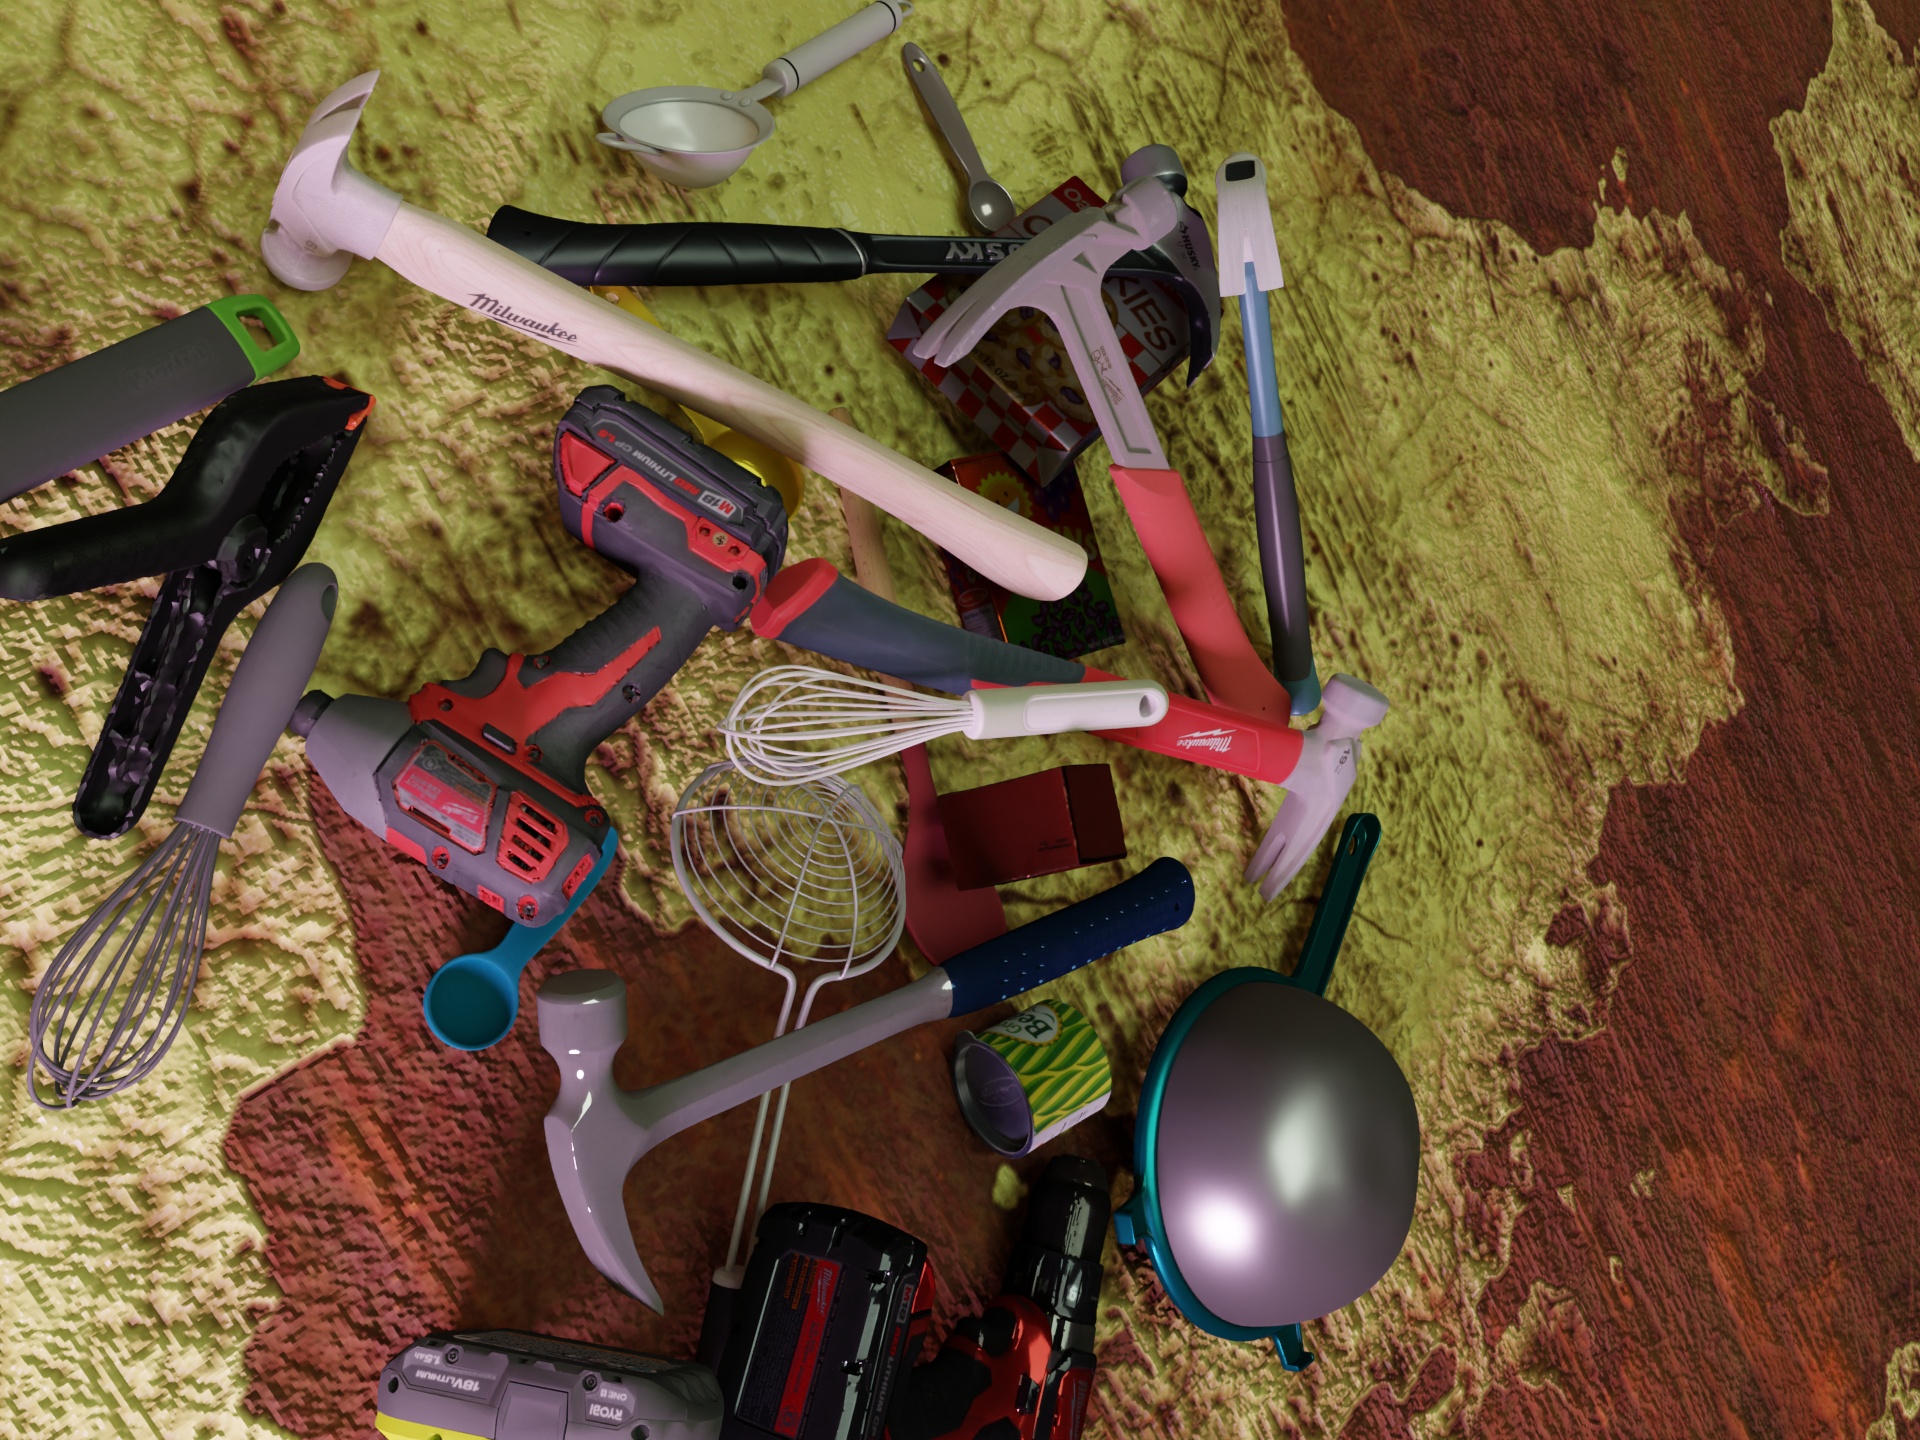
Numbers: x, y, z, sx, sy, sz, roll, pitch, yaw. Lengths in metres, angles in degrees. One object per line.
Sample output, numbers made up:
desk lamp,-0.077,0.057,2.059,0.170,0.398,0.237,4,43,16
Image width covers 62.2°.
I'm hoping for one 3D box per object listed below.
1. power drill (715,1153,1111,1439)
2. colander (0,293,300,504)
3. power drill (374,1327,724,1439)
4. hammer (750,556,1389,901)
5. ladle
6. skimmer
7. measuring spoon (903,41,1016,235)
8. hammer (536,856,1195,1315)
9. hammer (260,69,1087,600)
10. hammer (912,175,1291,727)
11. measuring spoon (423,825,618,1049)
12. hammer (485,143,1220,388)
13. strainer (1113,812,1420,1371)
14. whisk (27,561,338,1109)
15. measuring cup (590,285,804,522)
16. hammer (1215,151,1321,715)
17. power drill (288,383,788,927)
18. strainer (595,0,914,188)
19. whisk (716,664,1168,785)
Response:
power drill,-0.003,0.288,0.764,0.226,0.080,0.188,35,63,-46
colander,-0.411,-0.066,0.581,0.204,0.094,0.397,58,40,-16
power drill,-0.185,0.364,0.625,0.171,0.080,0.223,5,73,13
hammer,0.060,0.001,0.866,0.386,0.038,0.143,15,110,-29
ladle,-0.032,-0.015,0.850,0.069,0.031,0.315,-10,86,-46
skimmer,-0.106,0.197,0.766,0.127,0.090,0.363,14,85,-30
measuring spoon,-0.006,-0.338,0.930,0.034,0.018,0.124,-27,91,-37
hammer,-0.018,0.138,0.757,0.405,0.035,0.144,-14,107,-46
hammer,-0.105,-0.153,0.736,0.410,0.146,0.038,24,71,-26
hammer,0.106,-0.103,0.873,0.149,0.037,0.358,-39,129,-12
measuring spoon,-0.200,0.097,0.731,0.042,0.021,0.129,48,51,-17
hammer,-0.041,-0.239,0.831,0.408,0.036,0.149,-7,69,-24
strainer,0.223,0.195,0.928,0.210,0.095,0.340,44,57,-31
whisk,-0.307,0.041,0.640,0.055,0.055,0.239,28,69,-27
measuring cup,-0.140,-0.158,0.807,0.062,0.029,0.156,-39,95,-30
hammer,0.185,-0.160,0.946,0.128,0.033,0.330,-70,152,-63
power drill,-0.185,-0.033,0.712,0.143,0.078,0.220,31,71,-1
strainer,-0.100,-0.337,0.849,0.087,0.050,0.258,28,52,21
whisk,-0.001,-0.003,0.786,0.246,0.059,0.058,-4,102,-26
